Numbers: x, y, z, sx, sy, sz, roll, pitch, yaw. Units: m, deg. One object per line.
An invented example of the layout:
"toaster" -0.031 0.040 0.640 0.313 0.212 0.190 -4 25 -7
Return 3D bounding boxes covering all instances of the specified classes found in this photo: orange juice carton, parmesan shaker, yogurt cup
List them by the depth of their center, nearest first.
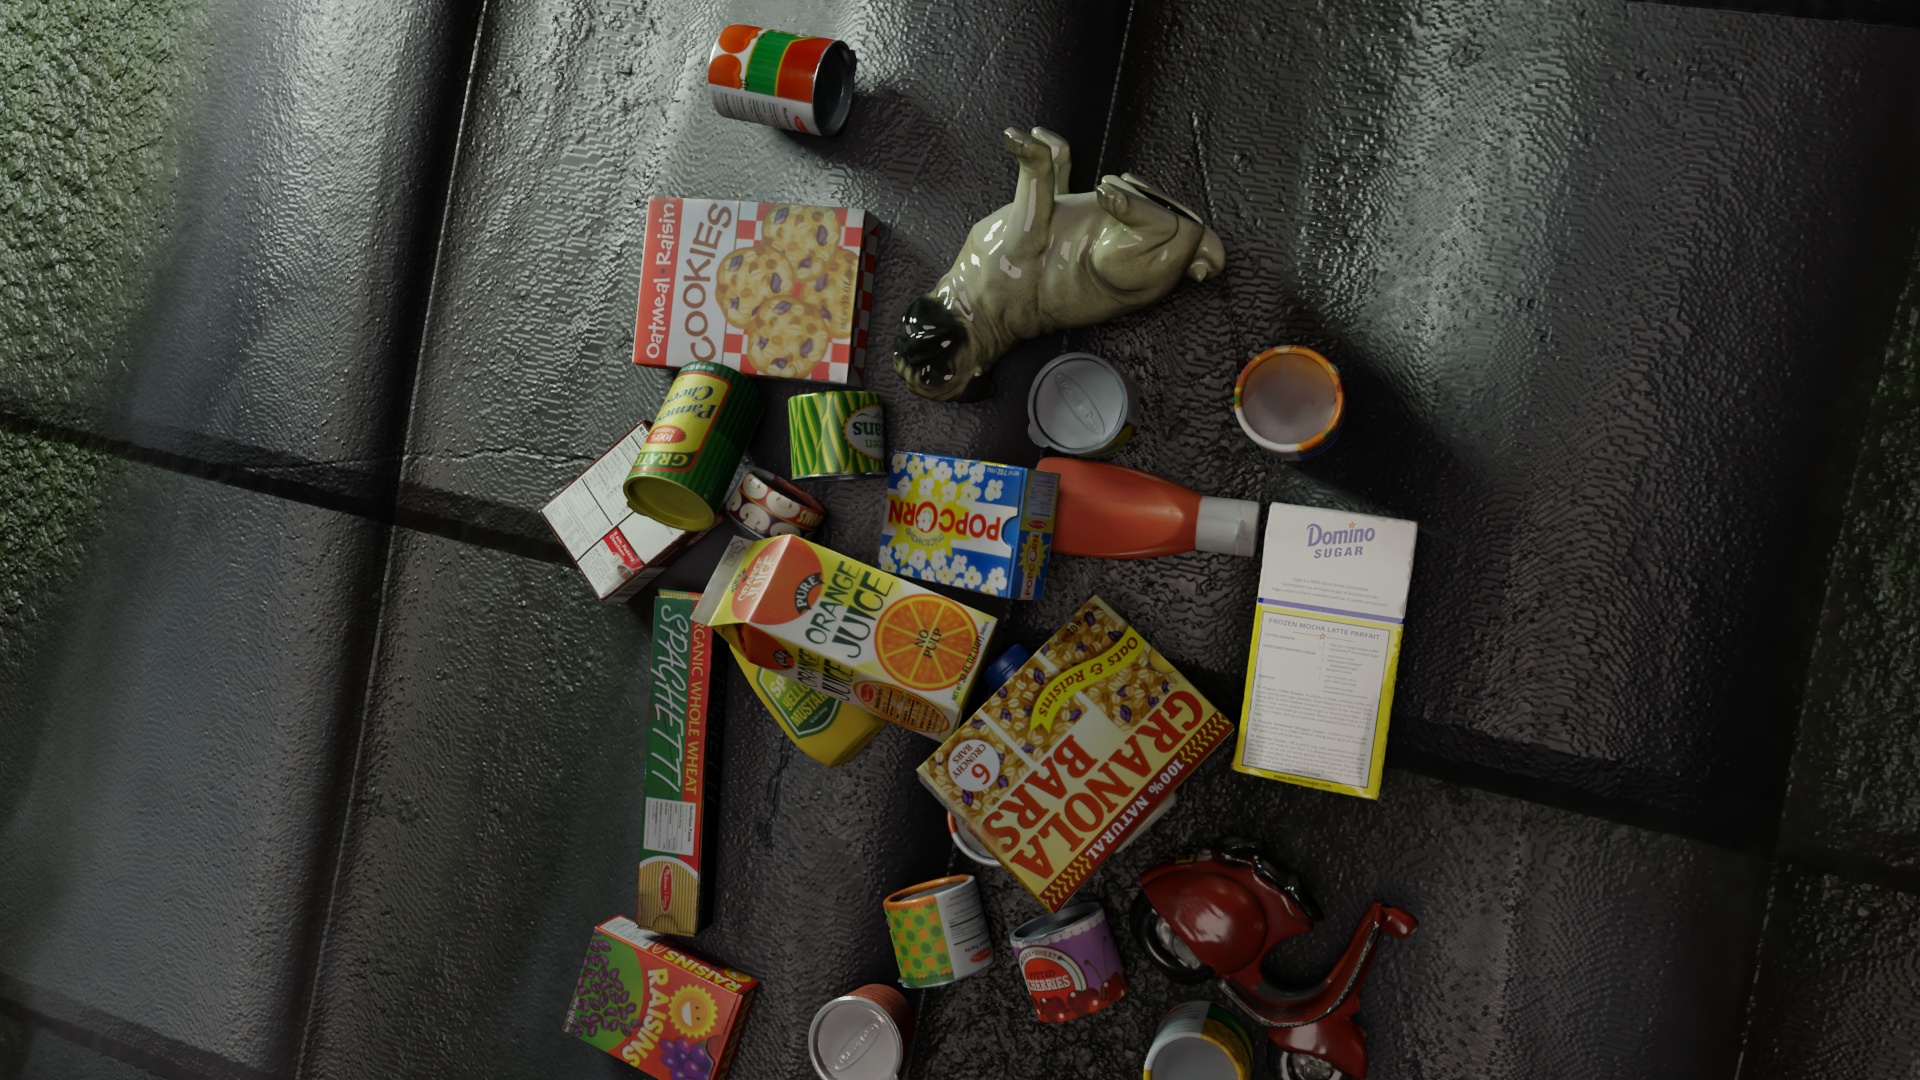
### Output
"orange juice carton" -0.079 0.060 0.929 0.193 0.072 0.072 22 62 4
"yogurt cup" -0.065 0.343 0.965 0.072 0.054 0.072 0 90 16
"parmesan shaker" -0.187 -0.067 0.972 0.071 0.071 0.103 9 59 16

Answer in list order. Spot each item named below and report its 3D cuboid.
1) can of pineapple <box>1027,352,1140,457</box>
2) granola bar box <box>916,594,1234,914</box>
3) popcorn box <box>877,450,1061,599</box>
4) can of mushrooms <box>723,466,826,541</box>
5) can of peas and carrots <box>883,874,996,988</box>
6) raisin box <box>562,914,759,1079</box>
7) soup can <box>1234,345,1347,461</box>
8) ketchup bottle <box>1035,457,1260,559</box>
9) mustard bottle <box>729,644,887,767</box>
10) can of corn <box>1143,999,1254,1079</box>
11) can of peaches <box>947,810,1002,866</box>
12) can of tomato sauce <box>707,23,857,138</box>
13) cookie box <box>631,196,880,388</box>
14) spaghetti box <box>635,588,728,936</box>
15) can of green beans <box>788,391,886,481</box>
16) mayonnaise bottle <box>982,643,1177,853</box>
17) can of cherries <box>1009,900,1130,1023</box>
"can of pineapple" 0.082 -0.088 0.922 0.071 0.058 0.071 0 90 16
"granola bar box" 0.073 0.135 0.888 0.166 0.039 0.124 -44 78 -11
"popcorn box" 0.003 -0.012 0.928 0.126 0.038 0.085 10 92 43
"can of mushrooms" -0.128 -0.021 0.977 0.071 0.071 0.033 33 98 13
"can of peas and carrots" -0.017 0.266 0.946 0.071 0.071 0.059 -15 85 15
"raisin box" -0.219 0.340 1.016 0.123 0.040 0.086 20 95 14
"soup can" 0.210 -0.088 0.873 0.071 0.084 0.071 0 90 16
"ketchup bottle" 0.121 -0.016 0.918 0.149 0.043 0.064 8 92 16
"mustard bottle" -0.123 0.086 0.984 0.065 0.049 0.160 -46 79 8
"can of corn" 0.157 0.342 0.900 0.071 0.058 0.071 0 90 16
"can of peaches" 0.030 0.179 0.936 0.071 0.058 0.071 0 91 16
"can of tomato sauce" -0.125 -0.326 0.977 0.083 0.071 0.071 15 94 16
"cookie box" -0.147 -0.178 0.997 0.167 0.040 0.123 7 92 15
"spaghetti box" -0.202 0.161 1.017 0.050 0.029 0.250 4 91 16
"can of green beans" -0.085 -0.071 0.965 0.071 0.071 0.058 -3 89 16
"mayonnaise bottle" 0.076 0.135 0.933 0.065 0.041 0.148 -42 78 3
"can of cherries" 0.071 0.279 0.918 0.071 0.071 0.058 -20 85 15
